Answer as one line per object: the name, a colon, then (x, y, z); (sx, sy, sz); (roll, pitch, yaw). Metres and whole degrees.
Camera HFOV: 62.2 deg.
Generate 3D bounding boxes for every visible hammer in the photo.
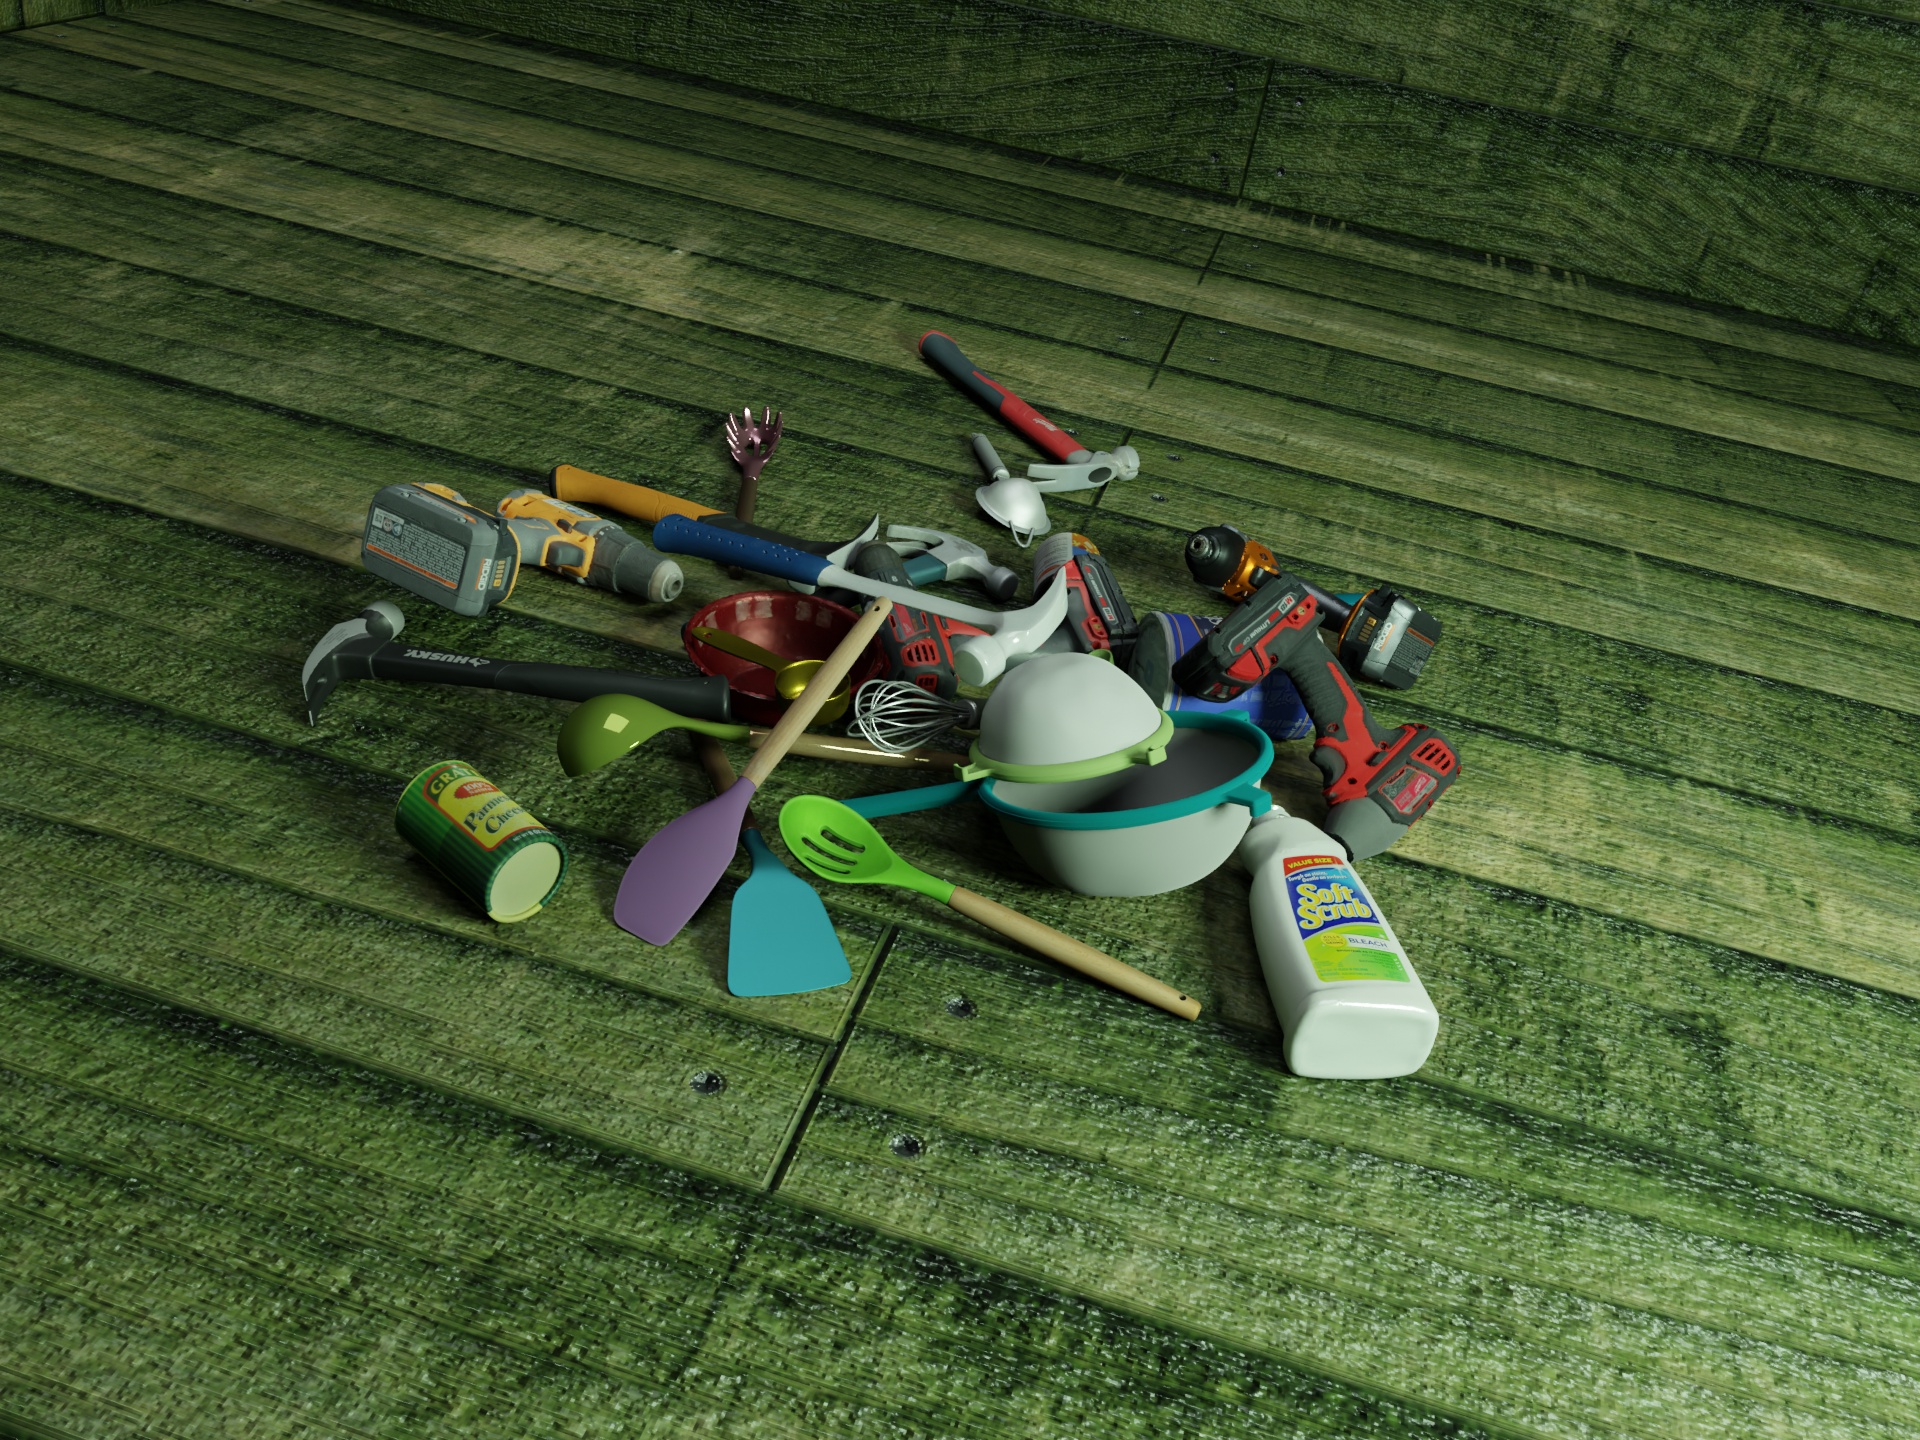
hammer: (0.043, -0.370, 1.869); (0.143, 0.038, 0.387); (-13, 39, -29)
hammer: (-0.105, -0.113, 1.437); (0.331, 0.033, 0.128); (-22, 45, -40)
hammer: (-0.242, -0.192, 1.483); (0.337, 0.034, 0.127); (18, 34, 24)
hammer: (-0.333, -0.030, 1.207); (0.335, 0.035, 0.146); (7, 32, 9)
hammer: (-0.095, -0.117, 1.296); (0.406, 0.035, 0.144); (18, 38, 35)

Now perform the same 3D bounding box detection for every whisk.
whisk: (-0.002, -0.004, 1.237); (0.246, 0.059, 0.058); (-1, 64, -54)

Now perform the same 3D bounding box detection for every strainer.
strainer: (0.044, -0.261, 1.703); (0.086, 0.050, 0.259); (15, 26, -22)
strainer: (0.087, -0.030, 1.204); (0.151, 0.069, 0.256); (-5, 19, 15)
strainer: (0.060, 0.079, 1.152); (0.340, 0.095, 0.211); (-9, 17, 8)

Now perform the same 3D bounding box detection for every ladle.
ladle: (-0.133, 0.027, 1.167); (0.320, 0.062, 0.078); (8, 3, -22)

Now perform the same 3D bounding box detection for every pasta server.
pasta server: (-0.213, -0.231, 1.585); (0.060, 0.040, 0.316); (-2, 35, -1)

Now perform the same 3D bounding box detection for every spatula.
spatula: (-0.159, 0.079, 1.139); (0.082, 0.044, 0.318); (-4, 31, -21)
spatula: (-0.137, 0.024, 1.118); (0.060, 0.018, 0.316); (27, 61, 16)

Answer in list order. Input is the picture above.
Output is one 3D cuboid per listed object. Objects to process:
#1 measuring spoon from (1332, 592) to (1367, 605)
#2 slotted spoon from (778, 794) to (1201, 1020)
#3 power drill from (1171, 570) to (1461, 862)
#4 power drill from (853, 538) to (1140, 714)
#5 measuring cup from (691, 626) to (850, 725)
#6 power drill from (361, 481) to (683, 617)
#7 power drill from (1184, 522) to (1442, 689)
measuring spoon: (0.372, -0.130, 1.606); (0.128, 0.021, 0.042); (-2, 35, -17)
slotted spoon: (0.016, 0.132, 1.081); (0.314, 0.031, 0.070); (24, 39, 9)
power drill: (0.278, 0.005, 1.251); (0.143, 0.078, 0.219); (-41, 87, -22)
power drill: (0.022, -0.092, 1.380); (0.226, 0.080, 0.188); (-5, 47, -17)
measuring cup: (-0.149, -0.036, 1.219); (0.157, 0.029, 0.062); (24, 40, 32)
power drill: (-0.357, -0.139, 1.332); (0.185, 0.084, 0.226); (24, 16, 19)
power drill: (0.314, -0.114, 1.469); (0.227, 0.084, 0.164); (31, 10, 29)
